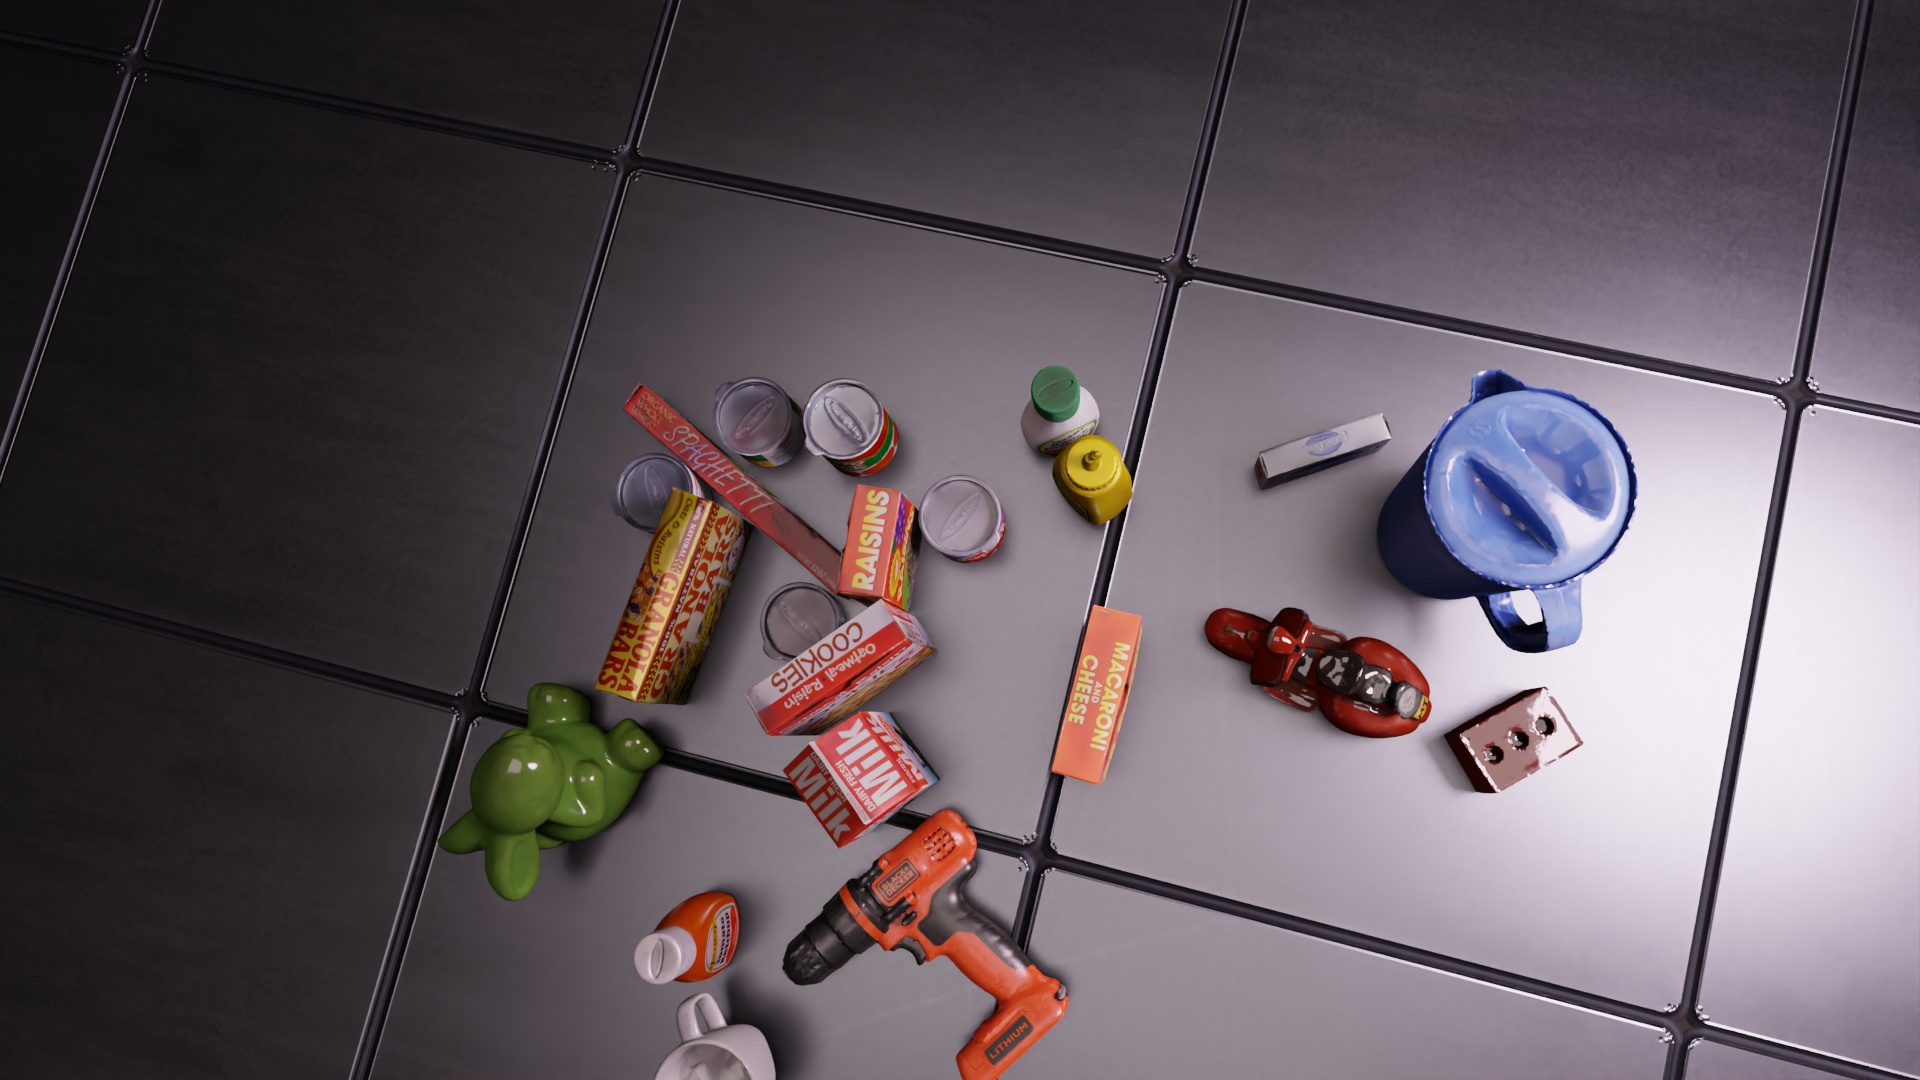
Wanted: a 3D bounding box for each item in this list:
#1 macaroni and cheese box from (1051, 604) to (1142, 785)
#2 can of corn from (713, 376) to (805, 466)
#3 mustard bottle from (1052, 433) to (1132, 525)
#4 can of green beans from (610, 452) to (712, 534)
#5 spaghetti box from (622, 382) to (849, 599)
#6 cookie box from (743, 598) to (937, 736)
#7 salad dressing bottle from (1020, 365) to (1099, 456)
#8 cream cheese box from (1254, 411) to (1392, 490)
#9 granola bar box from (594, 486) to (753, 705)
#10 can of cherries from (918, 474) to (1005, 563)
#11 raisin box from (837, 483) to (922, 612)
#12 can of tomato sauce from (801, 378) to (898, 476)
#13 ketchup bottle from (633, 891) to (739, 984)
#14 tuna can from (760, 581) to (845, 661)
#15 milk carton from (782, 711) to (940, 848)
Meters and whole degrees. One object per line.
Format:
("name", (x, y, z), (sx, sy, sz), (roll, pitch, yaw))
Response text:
("macaroni and cheese box", (0.106, 0.118, 1.048), (0.040, 0.166, 0.124), (14, 84, 8))
("can of corn", (-0.169, -0.100, 1.166), (0.071, 0.058, 0.071), (-1, 82, 6))
("mustard bottle", (0.101, -0.052, 1.077), (0.049, 0.160, 0.065), (-41, 80, 0))
("can of green beans", (-0.248, -0.036, 1.165), (0.071, 0.058, 0.071), (-1, 82, 6))
("spaghetti box", (-0.181, -0.041, 1.163), (0.250, 0.050, 0.029), (40, 88, 10))
("cookie box", (-0.087, 0.102, 1.071), (0.123, 0.167, 0.040), (-35, 80, 1))
("salad dressing bottle", (0.077, -0.102, 1.094), (0.064, 0.147, 0.044), (-24, 80, 3))
("cream cheese box", (0.289, -0.071, 1.114), (0.104, 0.053, 0.024), (-18, 81, 3))
("granola bar box", (-0.226, 0.049, 1.116), (0.039, 0.124, 0.165), (19, 84, 9))
("can of cherries", (0.004, -0.014, 1.134), (0.071, 0.058, 0.071), (-1, 82, 6))
("raisin box", (-0.062, 0.008, 1.105), (0.040, 0.123, 0.086), (9, 83, 8))
("can of tomato sauce", (-0.090, -0.090, 1.143), (0.071, 0.083, 0.071), (-1, 82, 6))
("ketchup bottle", (-0.210, 0.309, 1.063), (0.043, 0.148, 0.065), (4, 83, 7))
("tuna can", (-0.132, 0.070, 1.149), (0.071, 0.033, 0.071), (-1, 82, 6))
("milk carton", (-0.075, 0.178, 1.047), (0.073, 0.190, 0.072), (-37, 80, 0))
